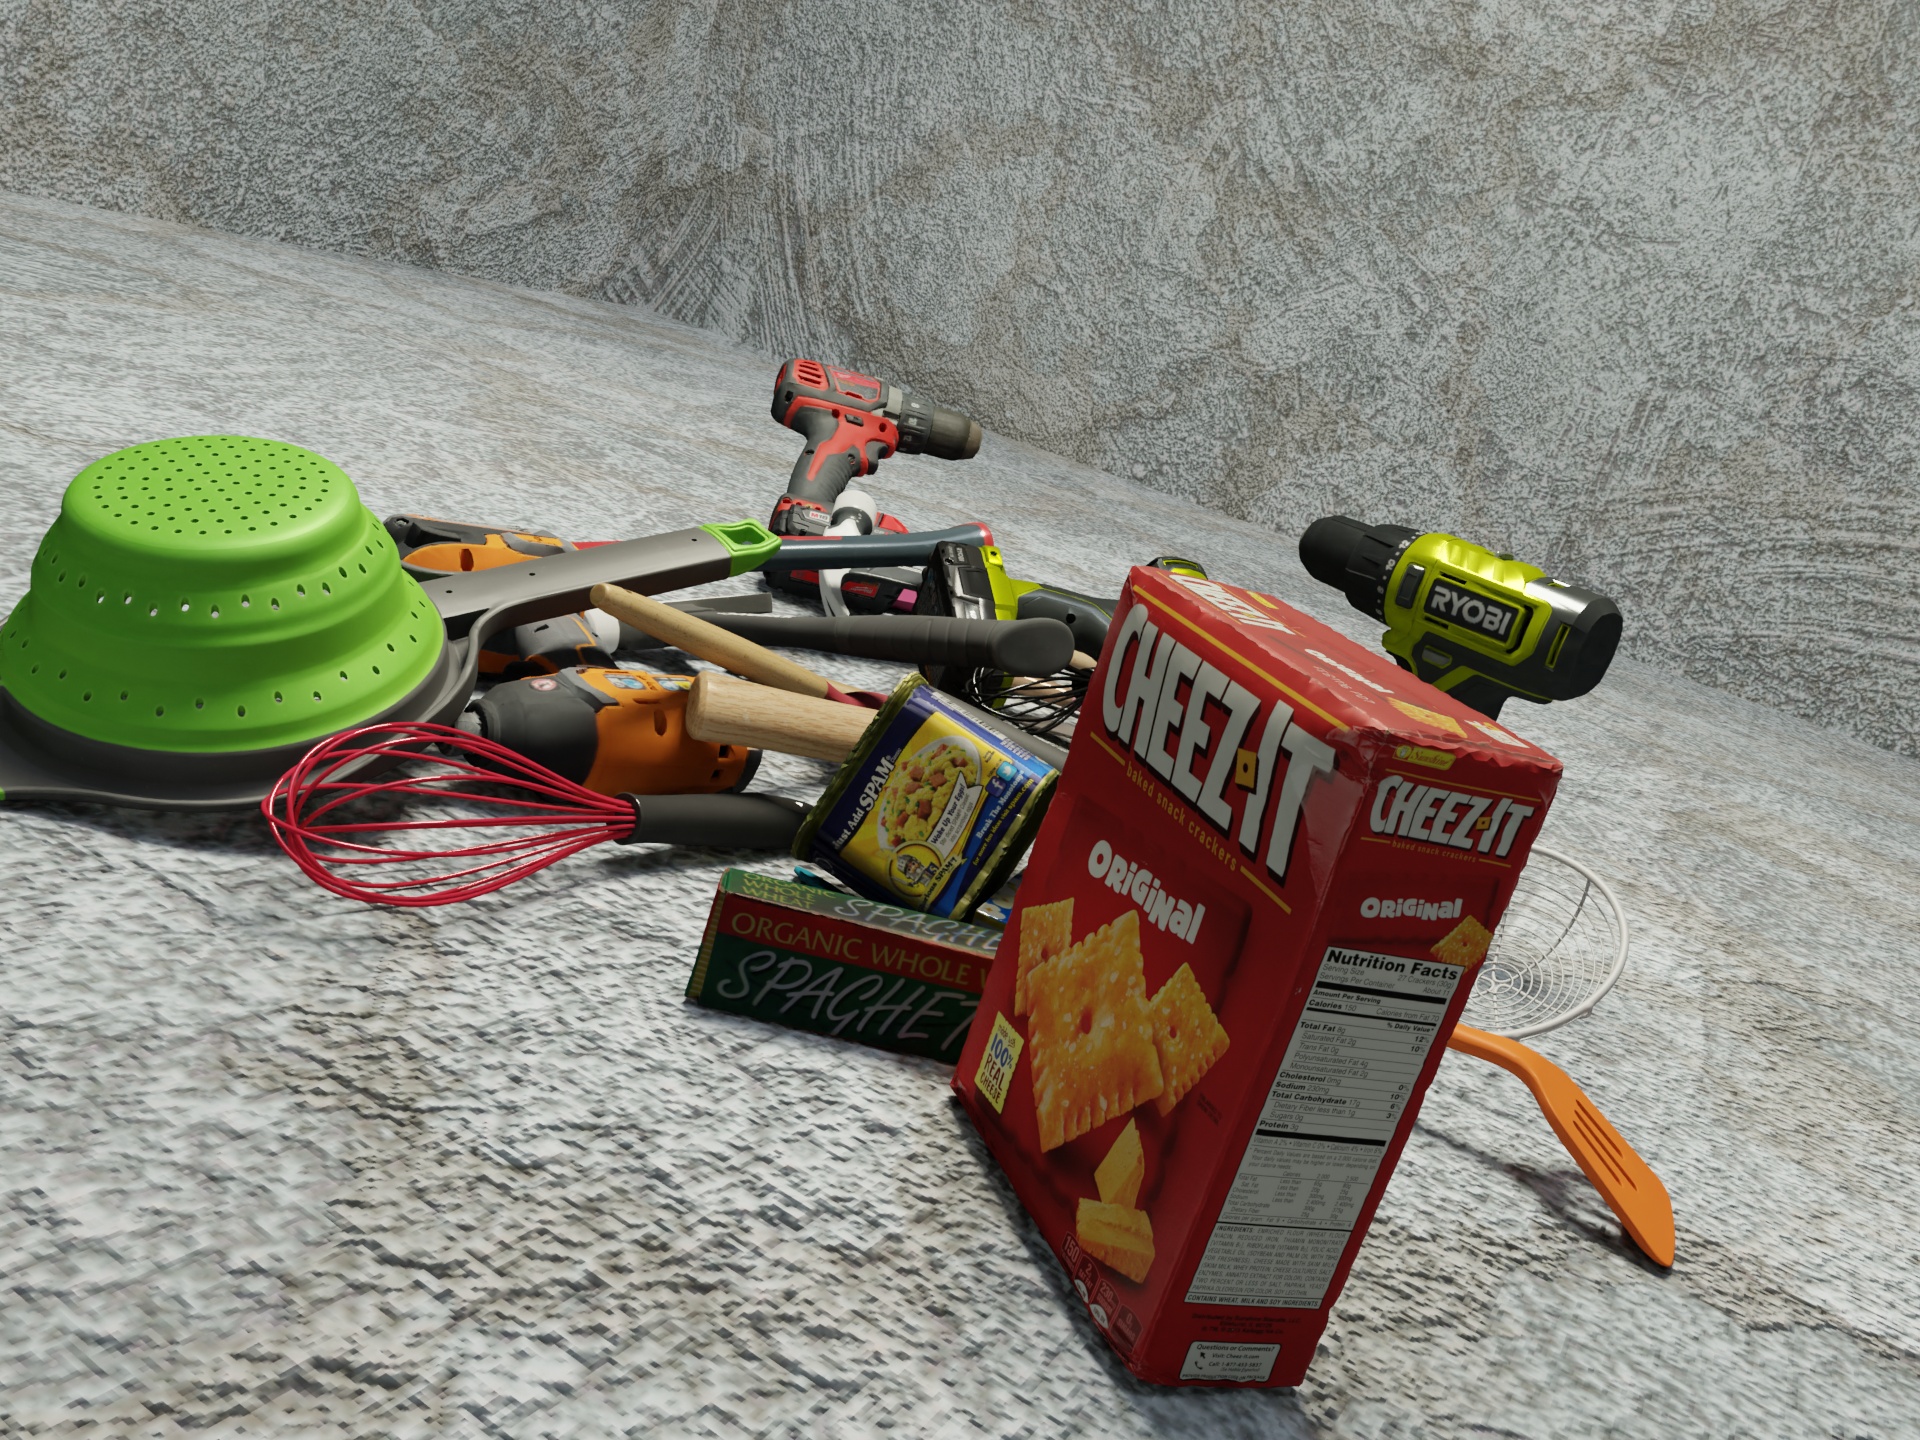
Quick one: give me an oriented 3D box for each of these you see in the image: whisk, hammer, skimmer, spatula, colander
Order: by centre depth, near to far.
[{"bbox_3d":[-0.160,0.042,0.687,0.073,0.073,0.295,28,13,34],"label":"whisk"},{"bbox_3d":[0.169,0.126,0.706,0.323,0.041,0.081,28,17,18],"label":"spatula"},{"bbox_3d":[-0.248,-0.078,0.718,0.397,0.094,0.205,-18,42,-37],"label":"colander"},{"bbox_3d":[0.140,0.049,0.769,0.363,0.090,0.127,27,47,-4],"label":"skimmer"},{"bbox_3d":[0.022,0.021,0.819,0.331,0.031,0.130,12,47,-22],"label":"hammer"},{"bbox_3d":[-0.074,-0.051,0.933,0.335,0.035,0.146,6,10,41],"label":"hammer"},{"bbox_3d":[0.079,-0.024,0.975,0.055,0.055,0.239,27,21,32],"label":"whisk"},{"bbox_3d":[-0.147,-0.111,1.082,0.386,0.038,0.143,-5,15,-26],"label":"hammer"},{"bbox_3d":[0.090,-0.073,1.206,0.409,0.036,0.149,14,43,-4],"label":"hammer"}]

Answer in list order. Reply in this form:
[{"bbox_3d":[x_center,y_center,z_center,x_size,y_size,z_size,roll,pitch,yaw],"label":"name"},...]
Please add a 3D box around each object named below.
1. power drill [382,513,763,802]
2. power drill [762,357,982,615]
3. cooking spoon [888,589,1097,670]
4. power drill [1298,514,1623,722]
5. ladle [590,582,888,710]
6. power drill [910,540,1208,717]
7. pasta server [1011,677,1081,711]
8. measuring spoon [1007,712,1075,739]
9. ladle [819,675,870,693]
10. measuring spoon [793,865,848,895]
[{"bbox_3d":[-0.226,-0.030,0.819,0.164,0.084,0.227,1,26,-45],"label":"power drill"},{"bbox_3d":[-0.074,-0.203,1.351,0.187,0.080,0.227,13,53,-14],"label":"power drill"},{"bbox_3d":[0.031,-0.075,1.356,0.319,0.017,0.069,19,16,10],"label":"cooking spoon"},{"bbox_3d":[0.254,0.001,0.933,0.080,0.228,0.191,0,23,-47],"label":"power drill"},{"bbox_3d":[-0.091,-0.022,0.838,0.069,0.031,0.315,30,2,29],"label":"ladle"},{"bbox_3d":[0.088,-0.048,1.108,0.223,0.080,0.171,4,48,-18],"label":"power drill"},{"bbox_3d":[0.062,-0.031,1.202,0.316,0.040,0.060,19,21,10],"label":"pasta server"},{"bbox_3d":[0.085,0.018,1.110,0.124,0.018,0.034,18,21,29],"label":"measuring spoon"},{"bbox_3d":[-0.002,-0.003,1.008,0.320,0.062,0.078,18,-1,14],"label":"ladle"},{"bbox_3d":[-0.050,0.093,0.704,0.042,0.021,0.129,28,-1,-31],"label":"measuring spoon"}]
